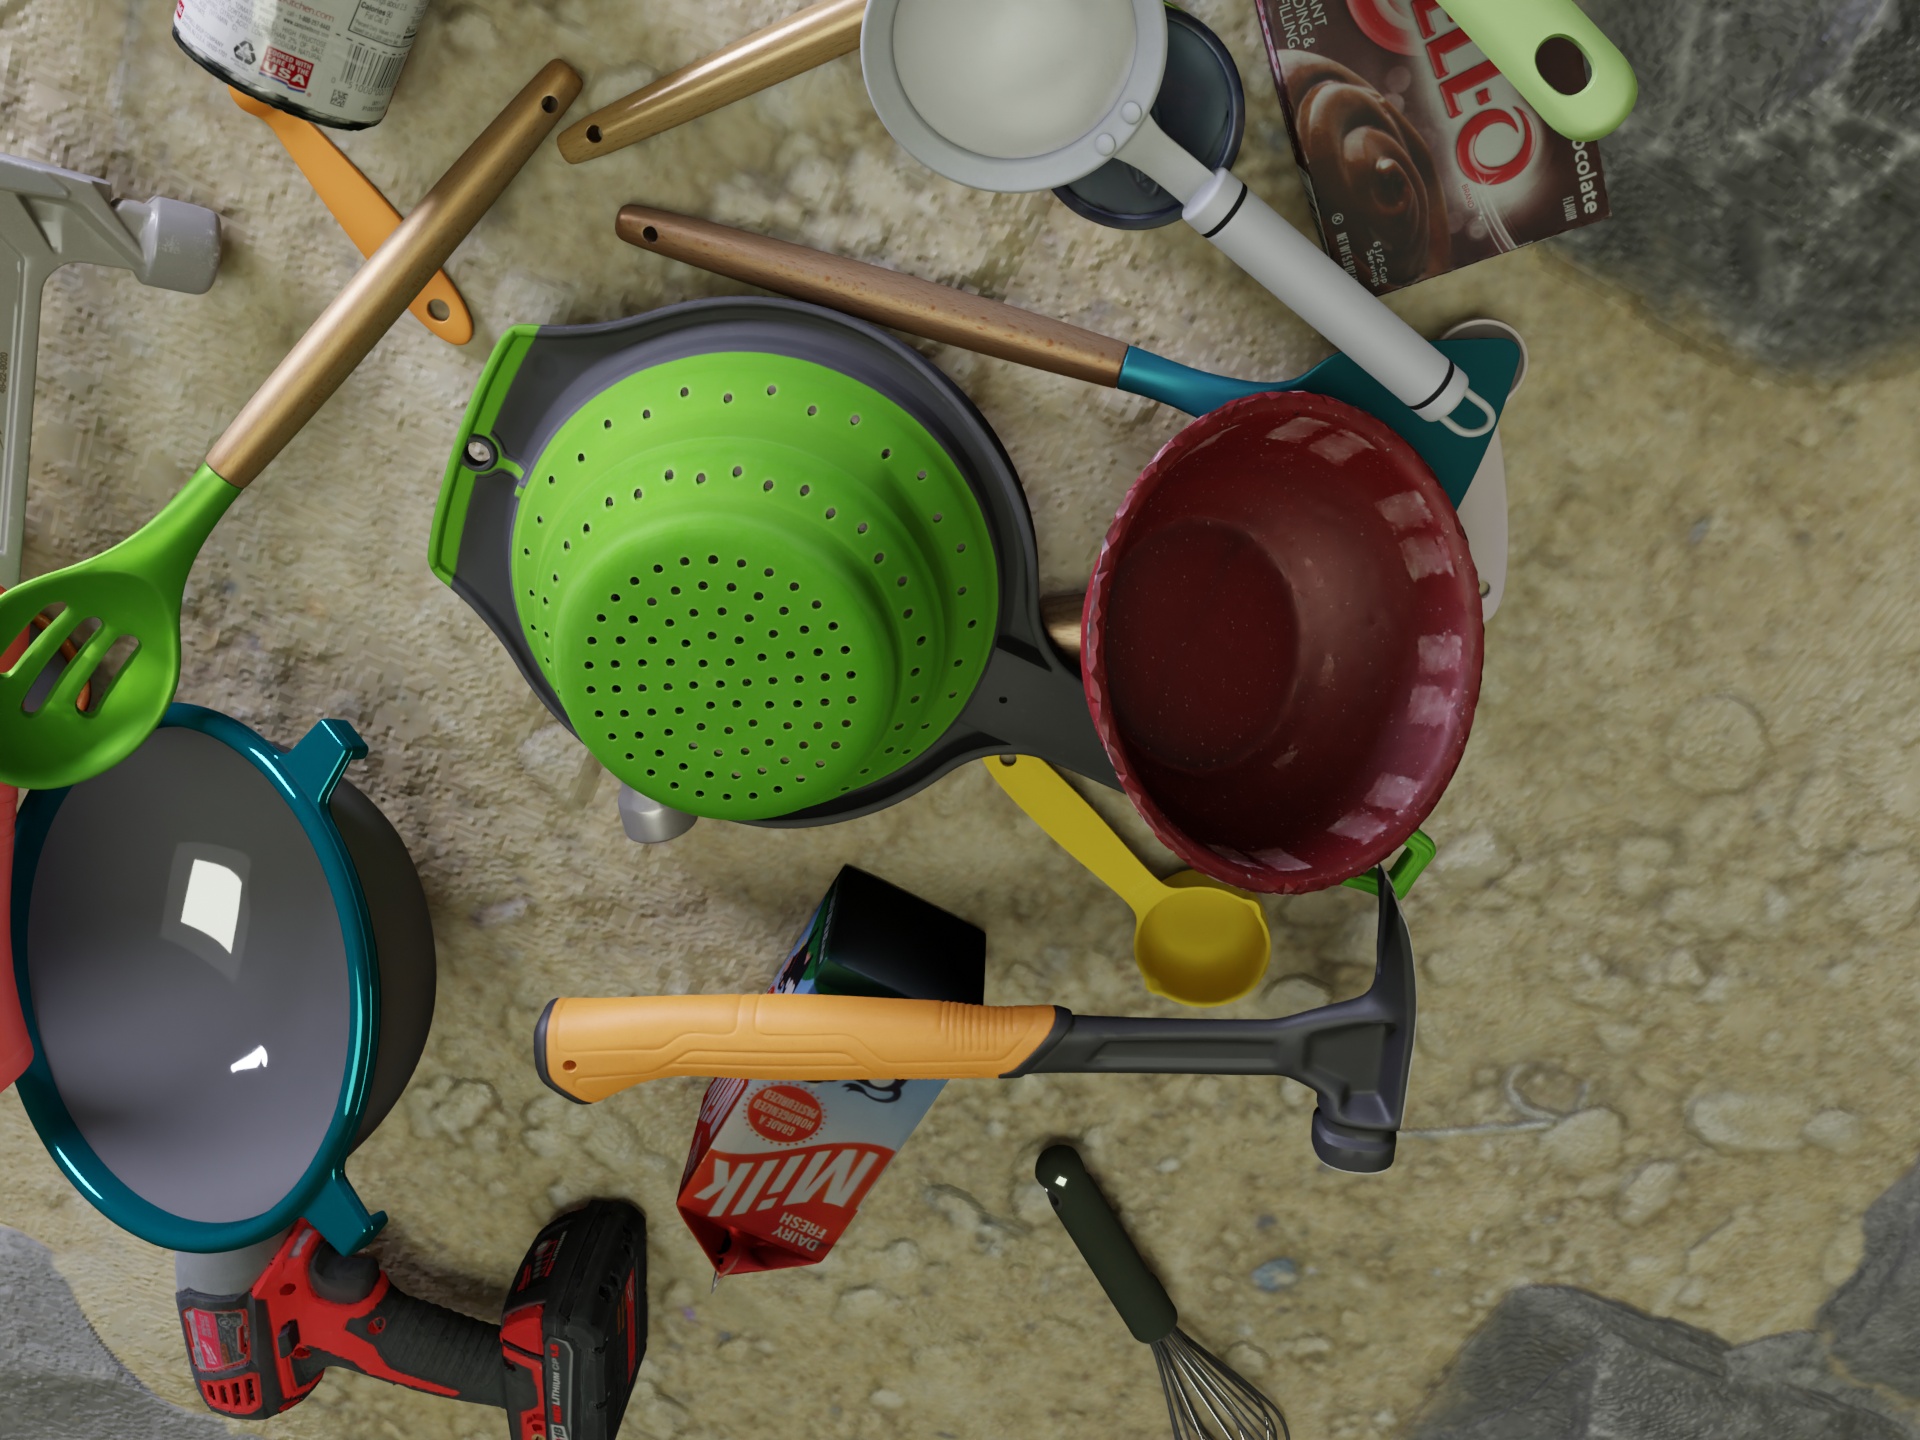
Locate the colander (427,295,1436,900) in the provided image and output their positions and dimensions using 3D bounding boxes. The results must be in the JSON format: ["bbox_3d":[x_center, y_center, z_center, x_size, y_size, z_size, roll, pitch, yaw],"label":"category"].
[{"bbox_3d":[-0.001,-0.002,0.561,0.397,0.095,0.204,23,116,-10],"label":"colander"}]

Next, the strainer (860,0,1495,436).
[{"bbox_3d":[0.069,-0.160,0.476,0.258,0.050,0.087,33,130,-20],"label":"strainer"}]

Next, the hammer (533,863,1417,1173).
[{"bbox_3d":[0.004,0.118,0.612,0.337,0.034,0.127,-1,117,2],"label":"hammer"}]

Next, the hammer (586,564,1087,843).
[{"bbox_3d":[0.013,-0.031,0.617,0.331,0.031,0.130,-7,117,6],"label":"hammer"}]

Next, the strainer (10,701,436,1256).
[{"bbox_3d":[-0.340,0.098,0.673,0.340,0.095,0.211,-1,92,28],"label":"strainer"}]

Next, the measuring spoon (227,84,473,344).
[{"bbox_3d":[-0.215,-0.181,0.562,0.021,0.011,0.116,-31,112,17],"label":"measuring spoon"}]

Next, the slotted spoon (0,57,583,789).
[{"bbox_3d":[-0.235,-0.103,0.549,0.314,0.031,0.070,-48,133,4],"label":"slotted spoon"}]

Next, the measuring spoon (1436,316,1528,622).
[{"bbox_3d":[0.190,-0.092,0.588,0.034,0.018,0.124,-5,124,11],"label":"measuring spoon"}]

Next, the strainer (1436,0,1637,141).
[{"bbox_3d":[0.092,-0.258,0.441,0.256,0.069,0.151,46,112,-3],"label":"strainer"}]

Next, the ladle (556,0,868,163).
[{"bbox_3d":[0.008,-0.246,0.510,0.315,0.031,0.069,-19,109,14],"label":"ladle"}]

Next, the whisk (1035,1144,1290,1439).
[{"bbox_3d":[0.100,0.300,0.779,0.059,0.058,0.246,-37,111,-18],"label":"whisk"}]

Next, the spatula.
[{"bbox_3d":[0.033,-0.133,0.560,0.317,0.044,0.082,17,121,3],"label":"spatula"}]

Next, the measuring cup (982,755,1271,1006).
[{"bbox_3d":[0.067,0.056,0.667,0.156,0.029,0.062,44,112,-5],"label":"measuring cup"}]

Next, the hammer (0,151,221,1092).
[{"bbox_3d":[-0.363,-0.018,0.564,0.149,0.037,0.359,2,110,-37],"label":"hammer"}]

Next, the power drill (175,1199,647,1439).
[{"bbox_3d":[-0.269,0.282,0.771,0.219,0.079,0.143,6,117,3],"label":"power drill"}]
